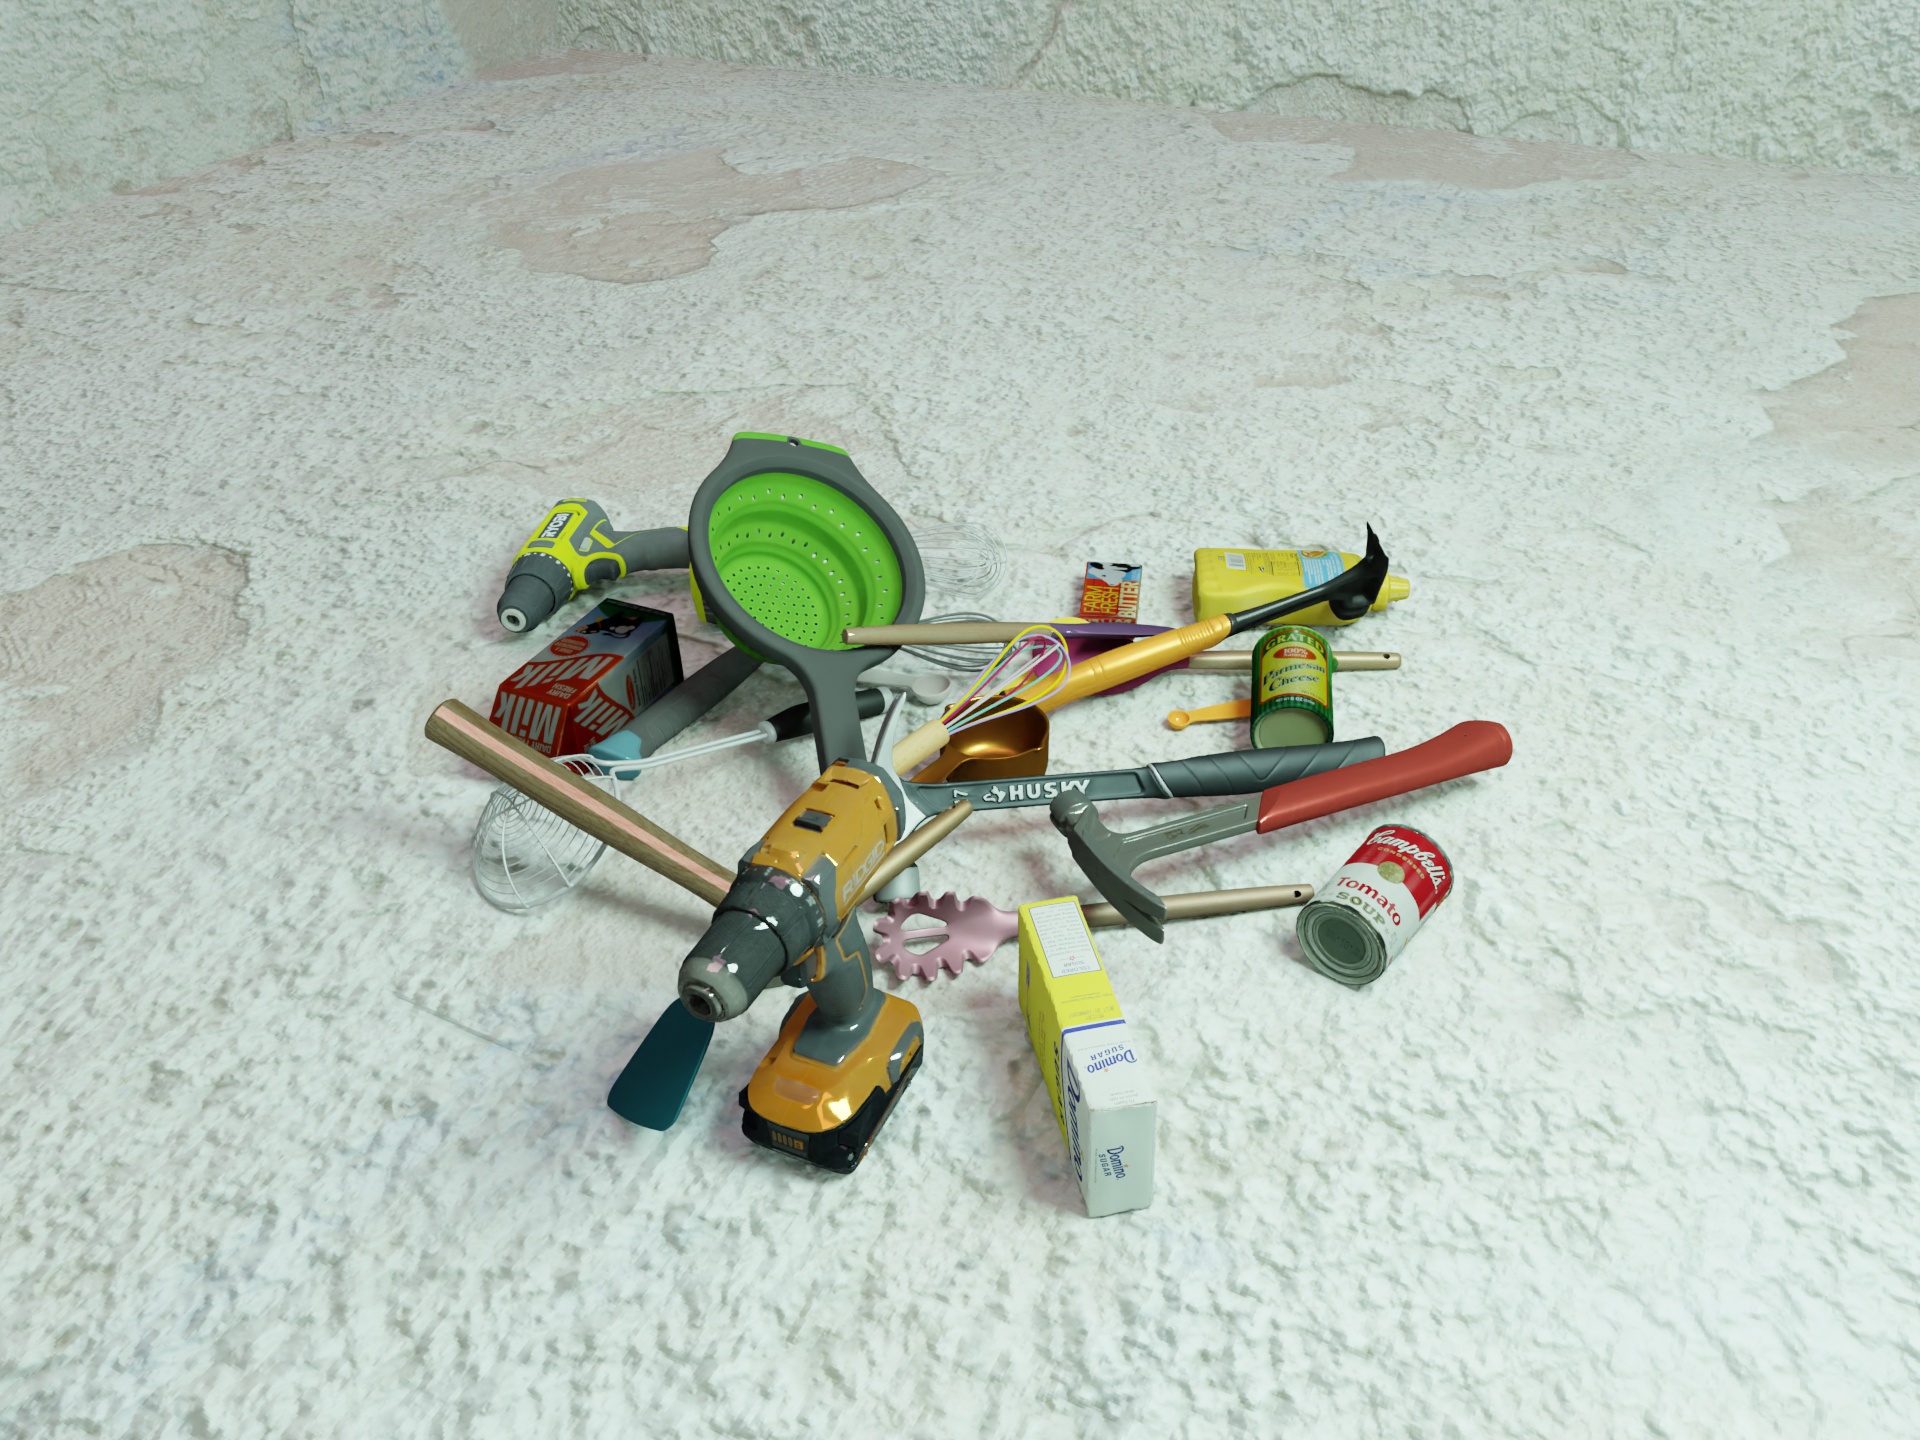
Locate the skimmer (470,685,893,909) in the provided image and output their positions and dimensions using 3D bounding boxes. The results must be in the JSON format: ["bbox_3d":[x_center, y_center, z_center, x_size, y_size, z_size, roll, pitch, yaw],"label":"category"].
[{"bbox_3d":[-0.205,0.049,1.248,0.363,0.090,0.127,-17,34,-37],"label":"skimmer"}]

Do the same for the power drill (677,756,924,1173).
[{"bbox_3d":[-0.089,0.159,0.911,0.084,0.226,0.185,13,38,21],"label":"power drill"}]

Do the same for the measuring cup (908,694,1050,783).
[{"bbox_3d":[0.000,0.045,1.224,0.095,0.052,0.173,23,44,32],"label":"measuring cup"}]

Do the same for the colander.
[{"bbox_3d":[-0.123,-0.040,1.260,0.204,0.094,0.397,4,60,-30],"label":"colander"}]

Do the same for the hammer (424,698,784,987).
[{"bbox_3d":[-0.235,0.079,1.112,0.331,0.031,0.130,29,55,10],"label":"hammer"}]

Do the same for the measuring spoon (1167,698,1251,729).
[{"bbox_3d":[0.226,-0.005,1.322,0.117,0.011,0.021,-8,42,-14],"label":"measuring spoon"}]

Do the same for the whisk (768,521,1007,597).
[{"bbox_3d":[-0.089,-0.160,1.525,0.285,0.070,0.070,6,35,20],"label":"whisk"}]

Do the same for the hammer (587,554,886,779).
[{"bbox_3d":[-0.189,-0.050,1.370,0.128,0.033,0.331,32,48,17],"label":"hammer"}]

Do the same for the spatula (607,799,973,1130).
[{"bbox_3d":[-0.099,0.147,1.045,0.317,0.044,0.082,-36,22,-32],"label":"spatula"}]

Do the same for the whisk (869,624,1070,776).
[{"bbox_3d":[-0.003,-0.006,1.214,0.051,0.047,0.245,29,49,35],"label":"whisk"}]

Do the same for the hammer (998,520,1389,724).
[{"bbox_3d":[0.190,-0.068,1.307,0.337,0.127,0.034,-21,69,-4],"label":"hammer"}]

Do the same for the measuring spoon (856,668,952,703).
[{"bbox_3d":[-0.063,-0.030,1.371,0.124,0.018,0.034,9,38,27],"label":"measuring spoon"}]

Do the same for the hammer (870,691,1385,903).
[{"bbox_3d":[0.128,0.042,1.183,0.409,0.149,0.036,-4,-3,-14],"label":"hammer"}]

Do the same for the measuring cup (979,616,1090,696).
[{"bbox_3d":[0.061,-0.048,1.370,0.062,0.029,0.156,27,43,35],"label":"measuring cup"}]

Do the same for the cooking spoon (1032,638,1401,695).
[{"bbox_3d":[0.221,-0.053,1.365,0.319,0.017,0.069,0,59,-3],"label":"cooking spoon"}]

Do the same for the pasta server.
[{"bbox_3d":[0.095,0.135,1.101,0.316,0.060,0.040,-5,-3,-8],"label":"pasta server"}]

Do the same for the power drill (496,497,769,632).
[{"bbox_3d":[-0.308,-0.141,1.486,0.228,0.080,0.191,1,35,9],"label":"power drill"}]

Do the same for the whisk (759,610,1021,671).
[{"bbox_3d":[-0.066,-0.076,1.374,0.239,0.055,0.055,6,35,-4],"label":"whisk"}]

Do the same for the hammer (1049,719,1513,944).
[{"bbox_3d":[0.252,0.062,1.141,0.359,0.036,0.149,-13,34,-21],"label":"hammer"}]

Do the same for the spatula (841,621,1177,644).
[{"bbox_3d":[0.050,-0.072,1.297,0.315,0.018,0.060,-3,10,-28],"label":"spatula"}]
